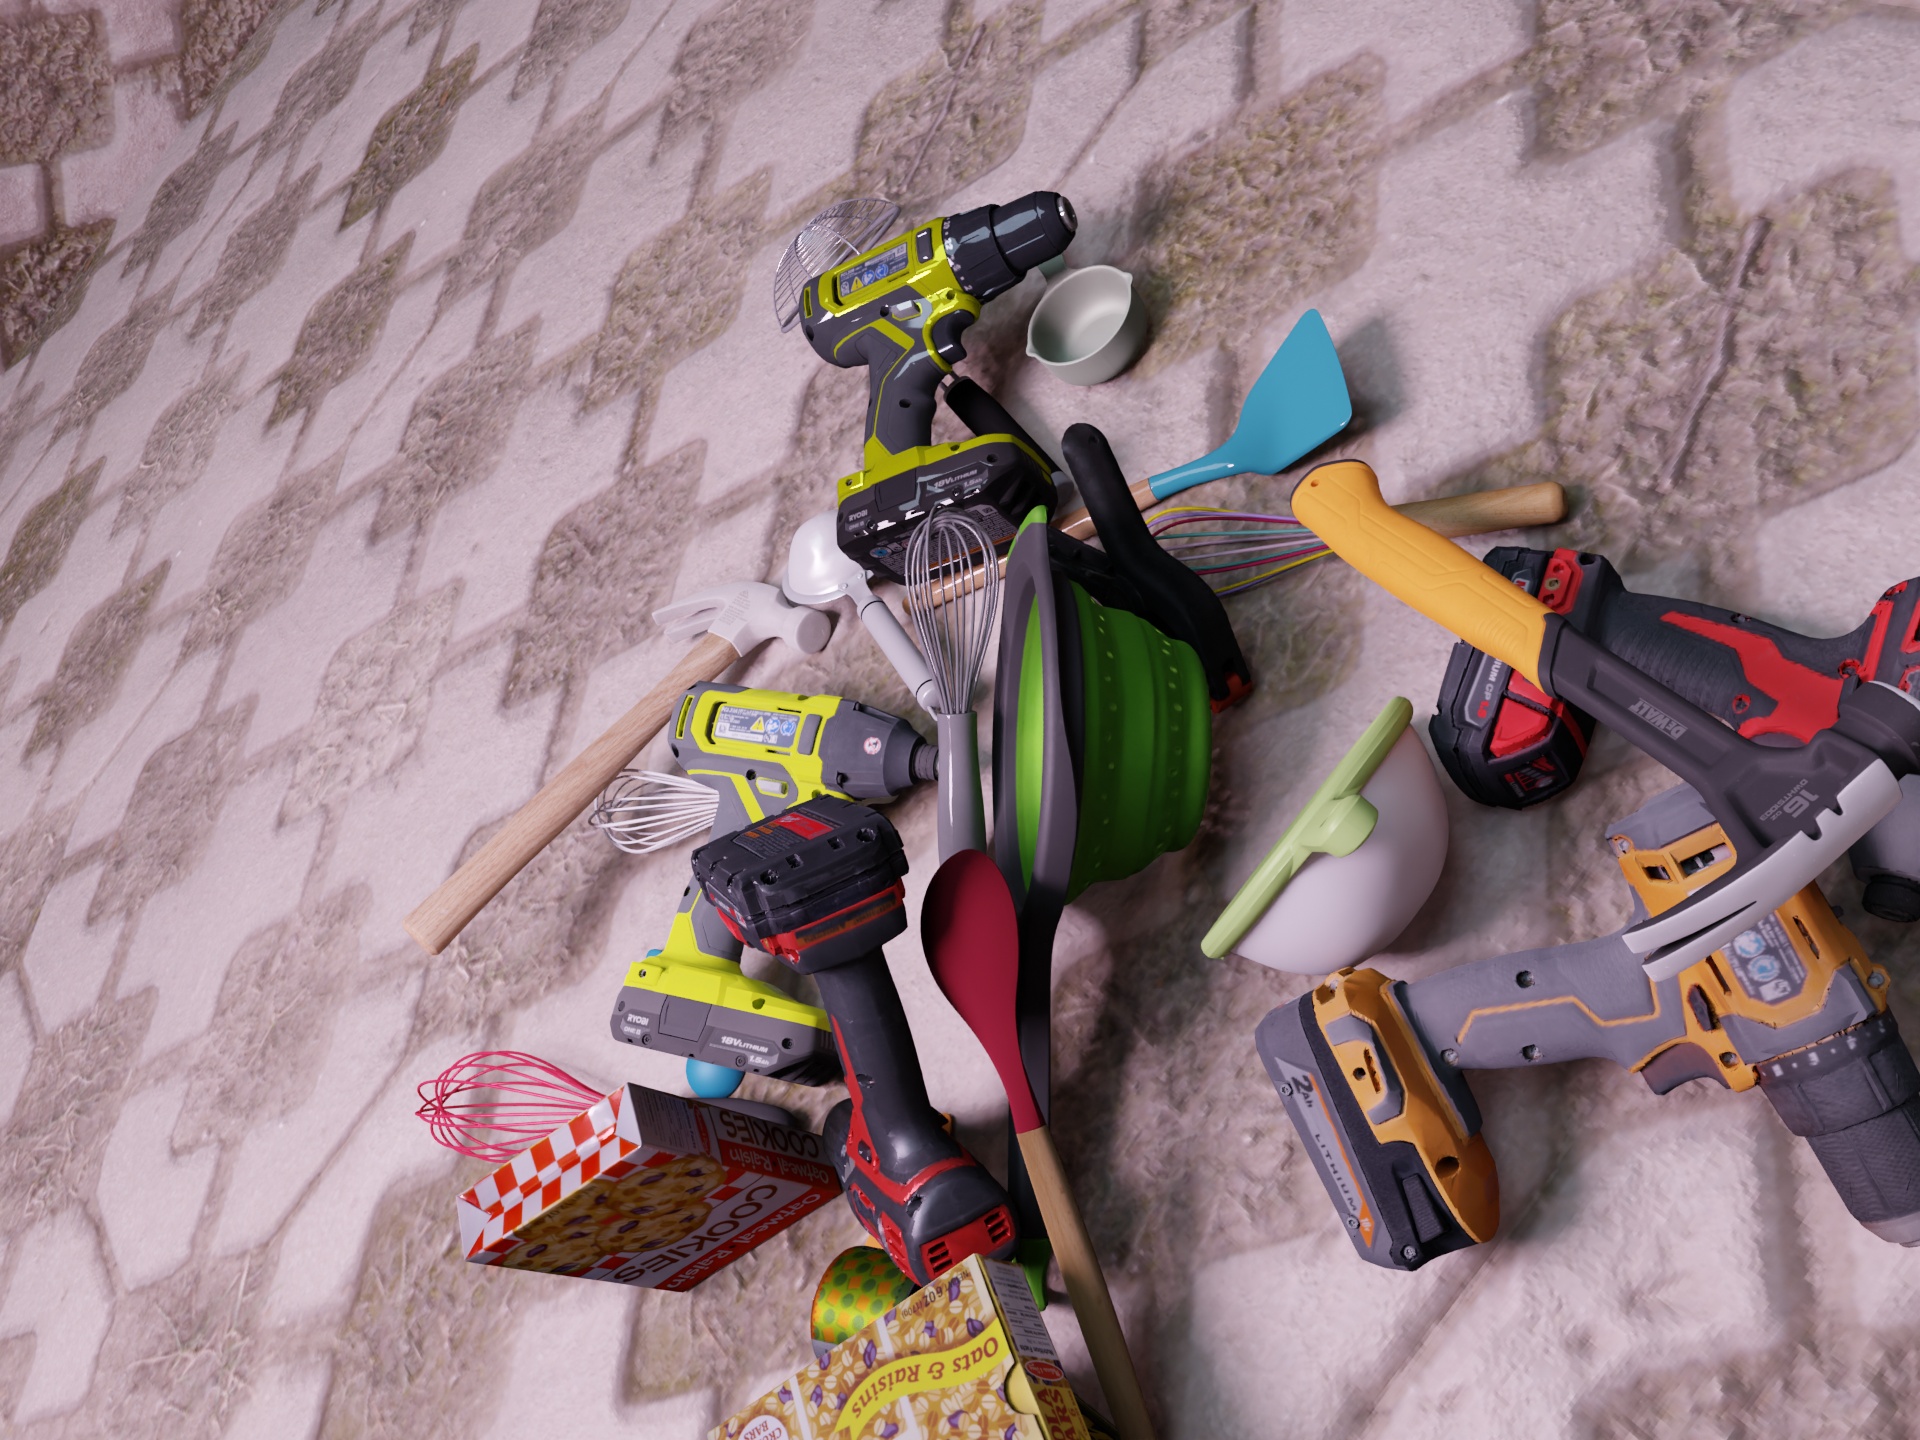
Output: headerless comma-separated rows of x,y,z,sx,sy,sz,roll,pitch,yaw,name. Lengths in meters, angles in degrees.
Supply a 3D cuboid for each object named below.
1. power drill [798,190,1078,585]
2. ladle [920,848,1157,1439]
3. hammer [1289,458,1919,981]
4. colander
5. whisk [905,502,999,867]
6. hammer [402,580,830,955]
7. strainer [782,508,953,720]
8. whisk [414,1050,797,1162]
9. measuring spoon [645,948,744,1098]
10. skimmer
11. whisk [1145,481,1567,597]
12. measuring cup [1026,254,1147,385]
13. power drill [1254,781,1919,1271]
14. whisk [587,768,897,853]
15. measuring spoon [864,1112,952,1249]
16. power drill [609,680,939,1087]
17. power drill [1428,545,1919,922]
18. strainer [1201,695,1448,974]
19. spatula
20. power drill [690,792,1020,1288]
-0.007,-0.216,0.999,0.190,0.080,0.229,-17,64,26,power drill
0.041,0.212,0.730,0.069,0.031,0.315,-28,78,50,ladle
0.232,-0.032,0.676,0.127,0.034,0.337,-43,35,6,hammer
0.073,0.093,0.814,0.094,0.204,0.397,2,81,-6,colander
-0.002,-0.003,0.899,0.055,0.055,0.239,2,97,37,whisk
-0.237,0.024,1.057,0.130,0.031,0.331,23,61,43,hammer
-0.059,-0.077,1.022,0.087,0.050,0.259,-35,45,-1,strainer
-0.224,0.241,0.980,0.296,0.073,0.073,-4,64,29,whisk
-0.175,0.185,0.995,0.042,0.021,0.129,-48,49,6,measuring spoon
-0.021,-0.253,1.117,0.127,0.090,0.364,-45,58,8,skimmer
0.200,-0.104,0.863,0.245,0.051,0.047,-6,57,31,whisk
0.074,-0.286,1.060,0.083,0.038,0.168,-34,48,17,measuring cup
0.257,0.147,0.639,0.226,0.084,0.185,-32,75,23,power drill
-0.145,0.051,1.033,0.246,0.058,0.059,-7,96,29,whisk
-0.033,0.266,0.856,0.021,0.011,0.117,17,73,46,measuring spoon
-0.107,0.093,0.933,0.171,0.080,0.223,8,75,21,power drill
0.329,0.000,0.690,0.220,0.078,0.143,11,74,37,power drill
0.175,0.062,0.684,0.069,0.256,0.151,38,91,9,strainer
0.089,-0.135,0.960,0.317,0.044,0.082,-24,60,26,spatula
-0.055,0.156,0.788,0.080,0.226,0.188,-23,11,-18,power drill
